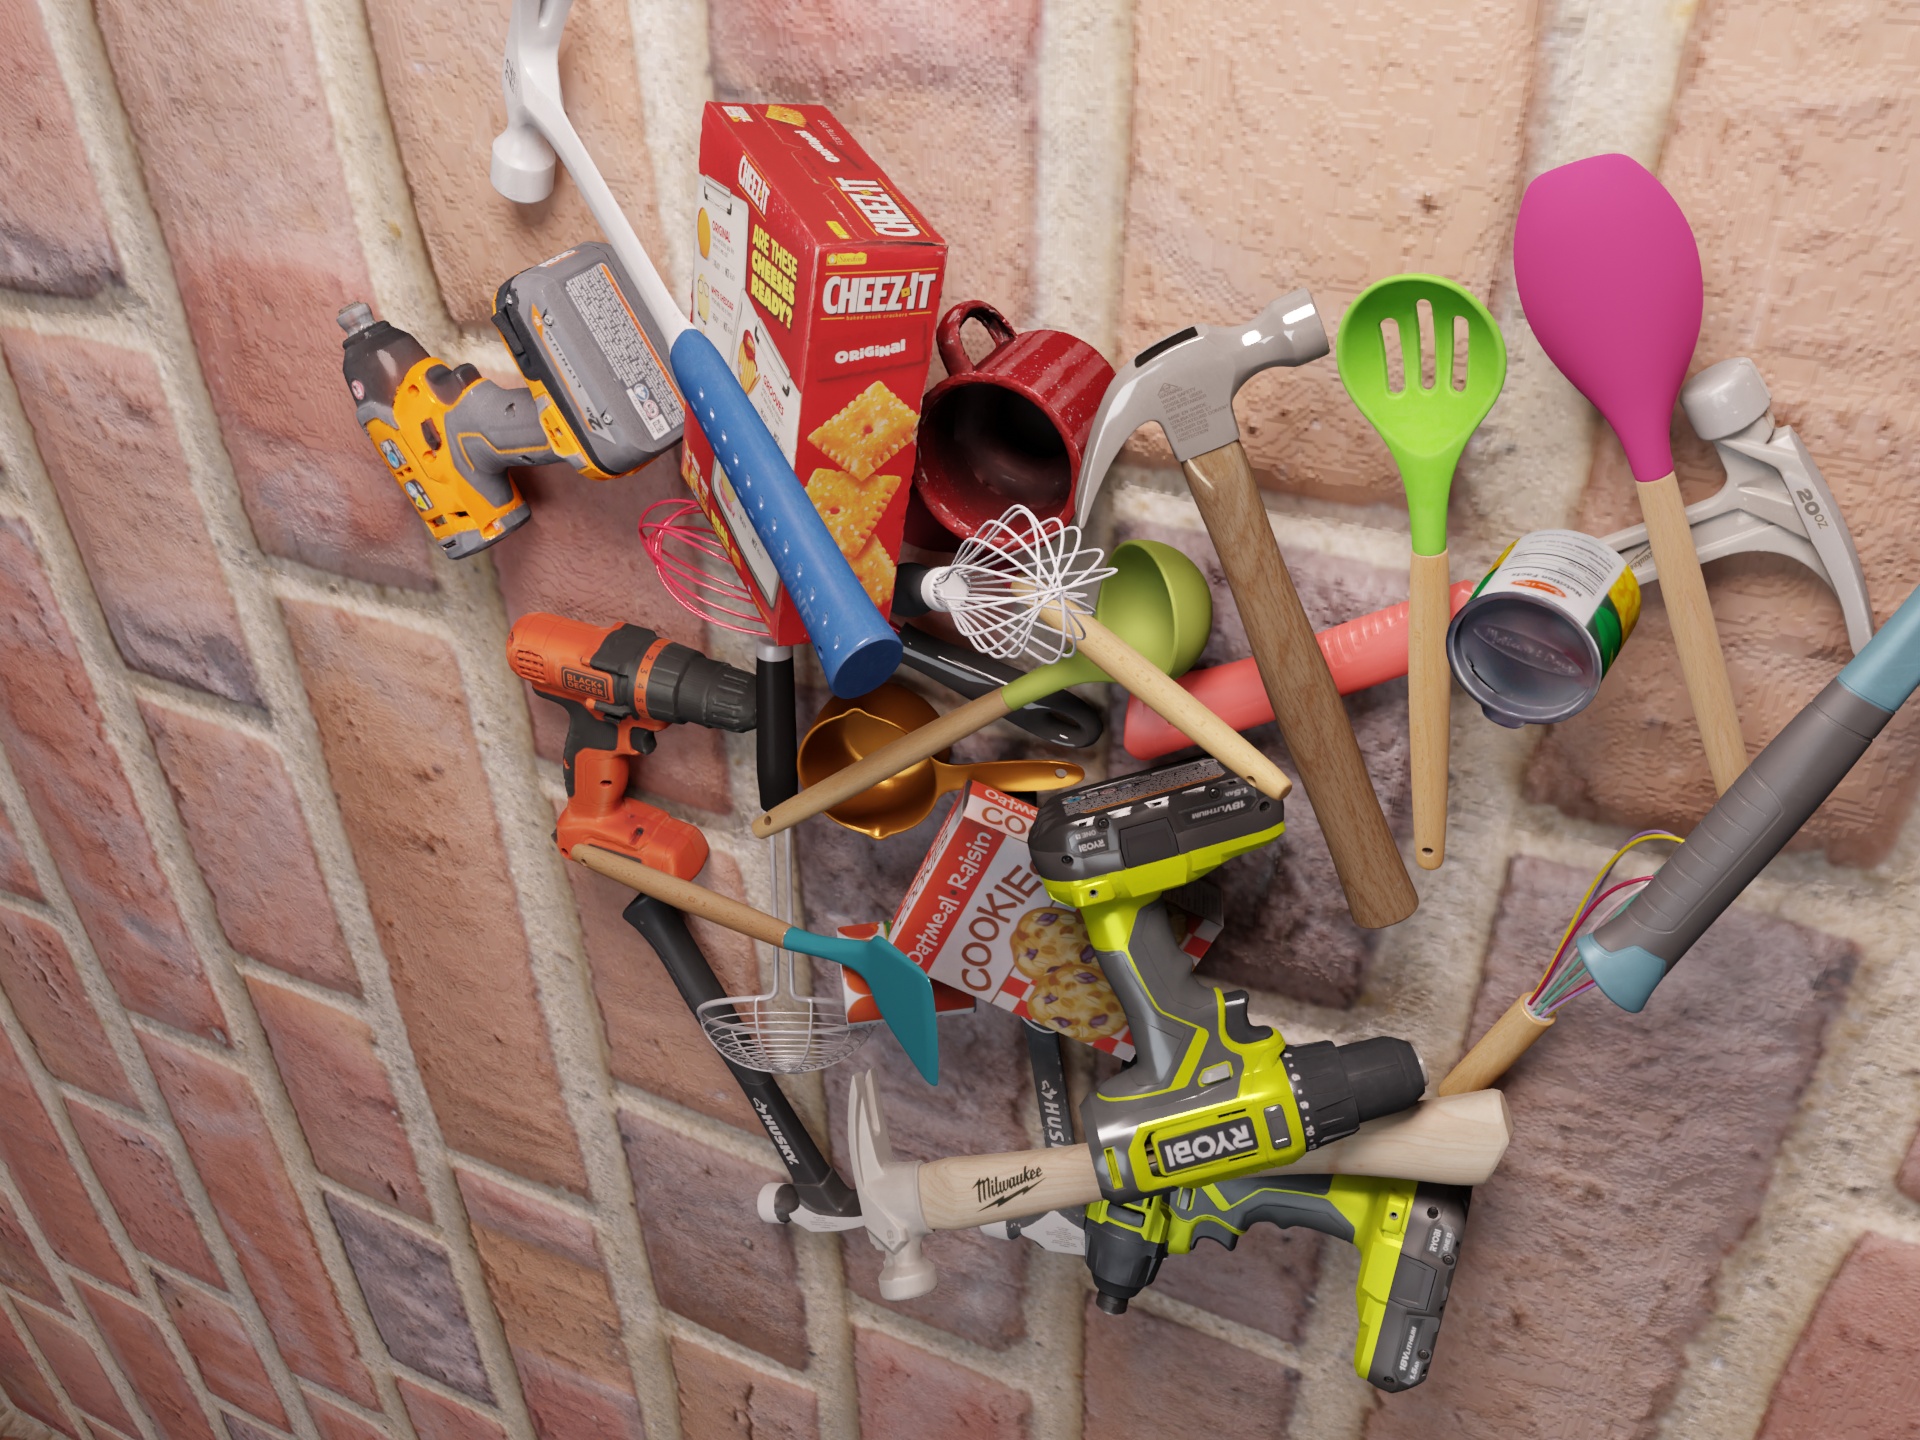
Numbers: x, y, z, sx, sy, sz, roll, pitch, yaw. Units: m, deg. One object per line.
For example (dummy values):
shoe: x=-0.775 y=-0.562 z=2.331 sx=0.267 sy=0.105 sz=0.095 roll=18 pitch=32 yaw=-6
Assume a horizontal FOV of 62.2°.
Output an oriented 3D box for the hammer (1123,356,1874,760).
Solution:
hammer: x=0.234 y=-0.037 z=0.776 sx=0.359 sy=0.037 sz=0.149 roll=-22 pitch=109 yaw=38

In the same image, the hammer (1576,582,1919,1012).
hammer: x=0.371 y=-0.001 z=0.671 sx=0.128 sy=0.033 sz=0.331 roll=27 pitch=119 yaw=-4

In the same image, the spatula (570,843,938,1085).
spatula: x=-0.134 y=0.133 z=0.999 sx=0.318 sy=0.044 sz=0.082 roll=17 pitch=126 yaw=29

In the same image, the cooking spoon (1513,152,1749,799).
cooking spoon: x=0.299 y=-0.081 z=0.671 sx=0.069 sy=0.017 sz=0.318 roll=-8 pitch=117 yaw=36

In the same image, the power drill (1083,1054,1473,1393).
power drill: x=0.190 y=0.319 z=0.993 sx=0.223 sy=0.080 sz=0.171 roll=15 pitch=97 yaw=20

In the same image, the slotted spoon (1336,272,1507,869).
slotted spoon: x=0.214 y=-0.057 z=0.732 sx=0.070 sy=0.031 sz=0.313 roll=6 pitch=126 yaw=26

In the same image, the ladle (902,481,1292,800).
ladle: x=0.047 y=-0.057 z=0.803 sx=0.316 sy=0.031 sz=0.069 roll=42 pitch=156 yaw=31

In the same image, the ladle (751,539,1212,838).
ladle: x=-0.001 y=-0.003 z=0.876 sx=0.320 sy=0.062 sz=0.078 roll=-28 pitch=67 yaw=26

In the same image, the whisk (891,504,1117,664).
whisk: x=0.003 y=-0.063 z=0.764 sx=0.070 sy=0.070 sz=0.285 roll=54 pitch=170 yaw=-13

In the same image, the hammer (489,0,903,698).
hammer: x=-0.132 y=-0.185 z=0.743 sx=0.406 sy=0.035 sz=0.144 roll=59 pitch=147 yaw=23

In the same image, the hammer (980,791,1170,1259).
hammer: x=0.059 y=0.213 z=1.056 sx=0.149 sy=0.036 sz=0.408 roll=7 pitch=125 yaw=25

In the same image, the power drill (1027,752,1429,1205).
power drill: x=0.143 y=0.140 z=0.872 sx=0.190 sy=0.080 sz=0.228 roll=-15 pitch=99 yaw=2

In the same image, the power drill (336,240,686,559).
power drill: x=-0.271 y=-0.195 z=0.929 sx=0.226 sy=0.084 sz=0.164 roll=-13 pitch=114 yaw=40

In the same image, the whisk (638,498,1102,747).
whisk: x=-0.053 y=-0.054 z=0.920 sx=0.296 sy=0.073 sz=0.073 roll=25 pitch=131 yaw=4

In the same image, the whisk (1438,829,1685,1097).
whisk: x=0.323 y=0.146 z=0.850 sx=0.047 sy=0.051 sz=0.244 roll=26 pitch=134 yaw=4

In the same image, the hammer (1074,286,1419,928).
hammer: x=0.154 y=-0.031 z=0.762 sx=0.130 sy=0.031 sz=0.331 roll=-20 pitch=116 yaw=13

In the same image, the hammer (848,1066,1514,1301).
hammer: x=0.119 y=0.258 z=0.965 sx=0.410 sy=0.038 sz=0.146 roll=-14 pitch=83 yaw=23

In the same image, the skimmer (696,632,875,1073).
skimmer: x=-0.118 y=0.096 z=1.057 sx=0.127 sy=0.090 sz=0.363 roll=1 pitch=119 yaw=-2

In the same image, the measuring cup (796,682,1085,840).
measuring cup: x=-0.009 y=0.019 z=0.952 sx=0.173 sy=0.052 sz=0.095 roll=0 pitch=123 yaw=13

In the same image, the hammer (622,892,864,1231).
hammer: x=-0.161 y=0.262 z=1.219 sx=0.146 sy=0.035 sz=0.334 roll=-10 pitch=116 yaw=36
